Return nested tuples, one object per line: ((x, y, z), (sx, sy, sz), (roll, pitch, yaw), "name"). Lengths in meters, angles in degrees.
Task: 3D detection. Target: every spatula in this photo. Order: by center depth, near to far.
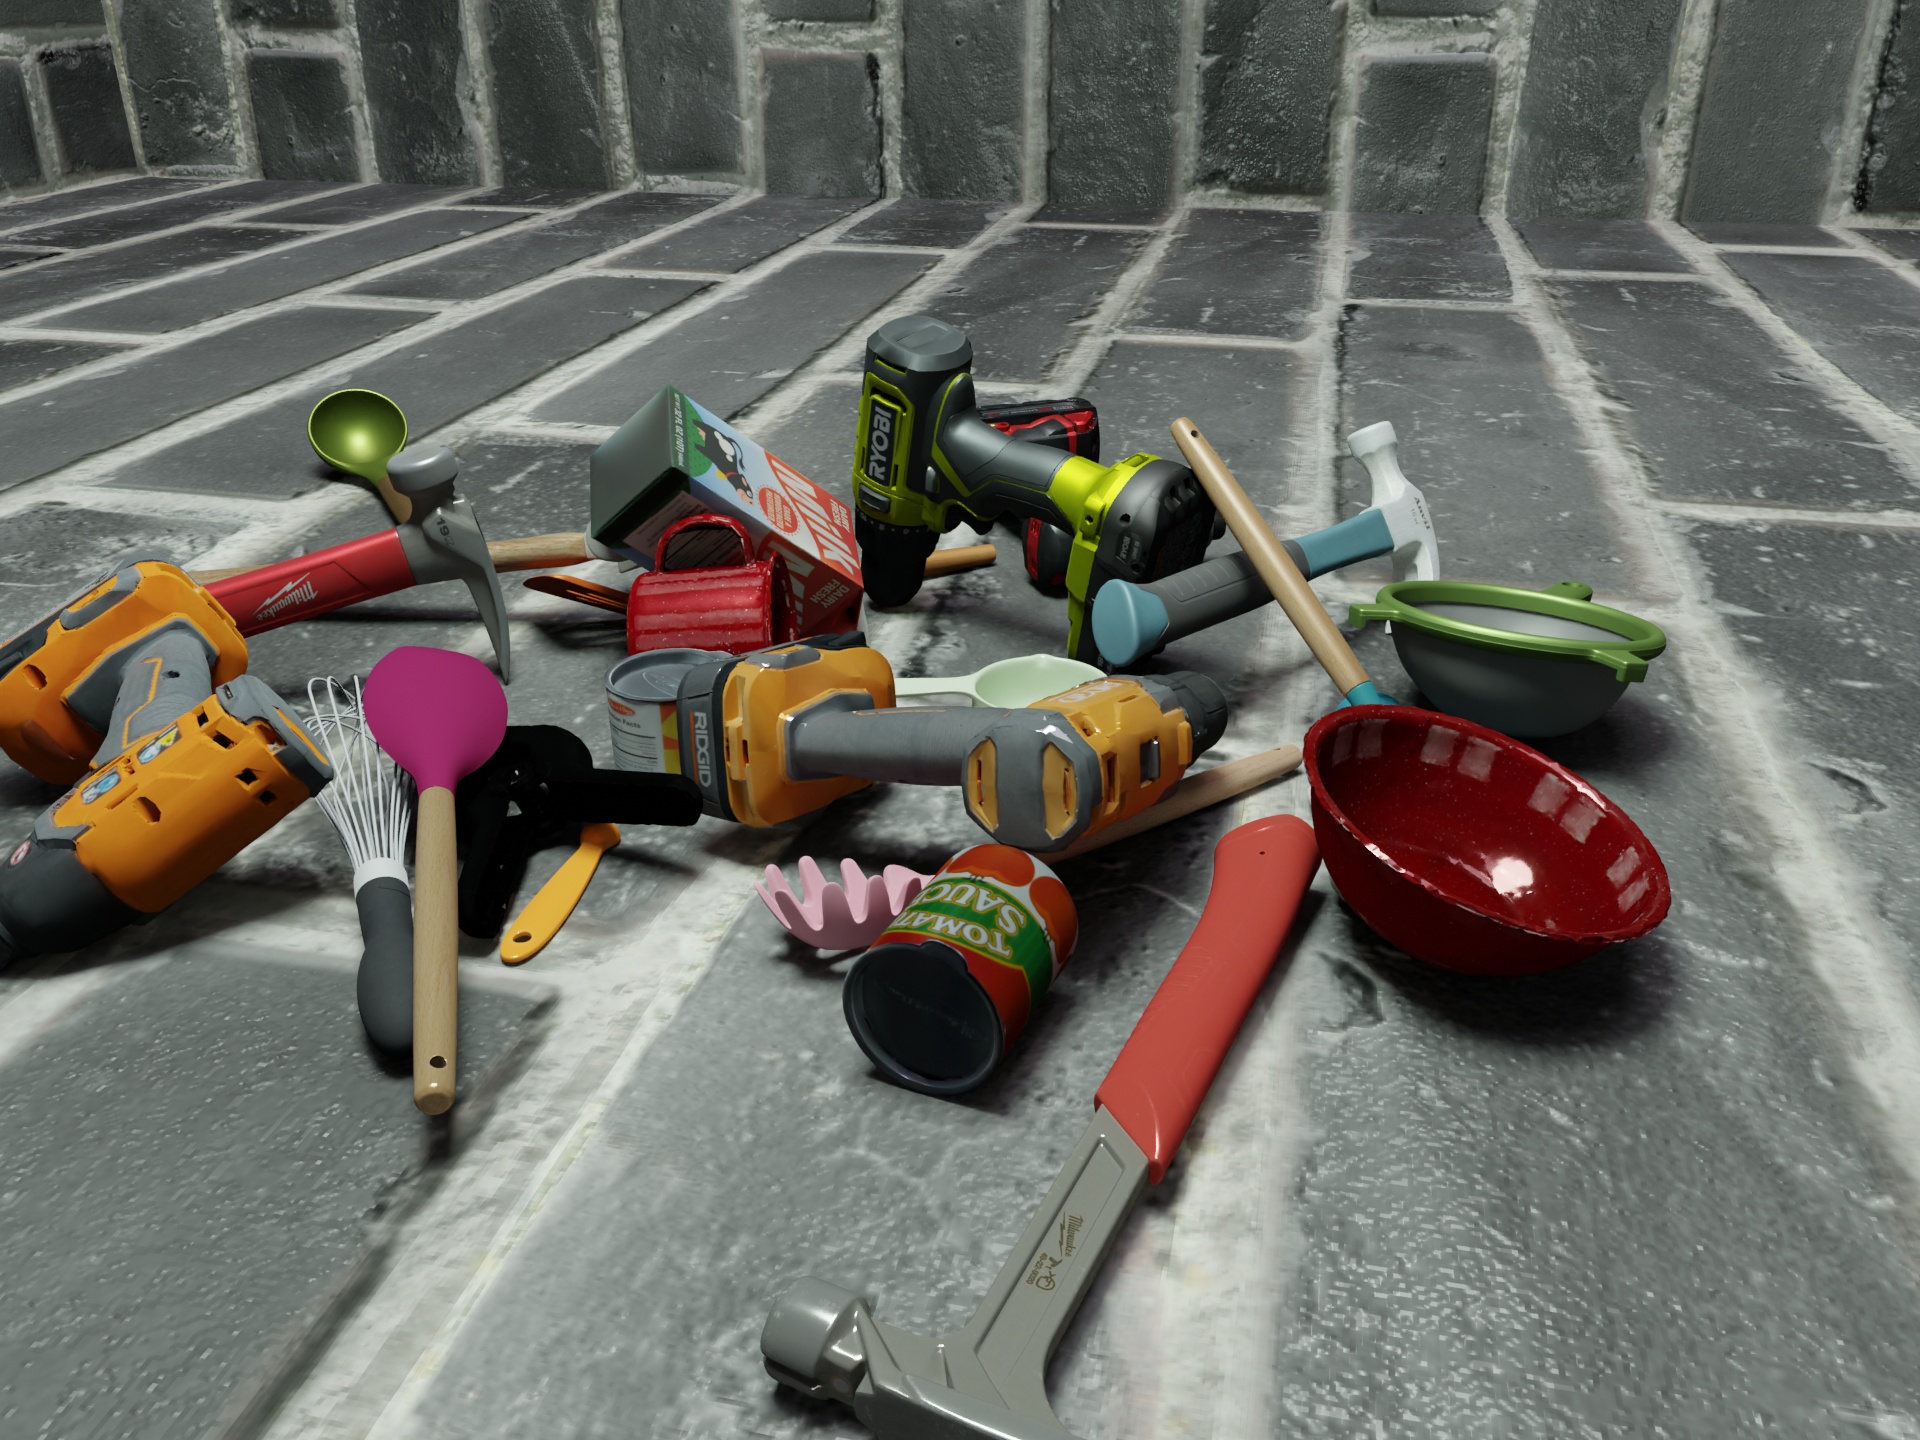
((0.197, -0.043, 0.819), (0.082, 0.044, 0.318), (-17, 65, -29), "spatula")
((-0.120, -0.097, 1.050), (0.322, 0.041, 0.081), (-12, 5, -26), "spatula")

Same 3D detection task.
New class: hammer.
((0.083, 0.133, 0.584), (0.149, 0.036, 0.359), (12, 29, 23), "hammer")
((-0.451, -0.032, 0.884), (0.386, 0.143, 0.038), (-19, 29, -12), "hammer")
((0.185, -0.090, 0.921), (0.331, 0.128, 0.033), (-21, -1, -44), "hammer")
((-0.342, -0.099, 1.017), (0.331, 0.031, 0.130), (-5, 4, 9), "hammer")

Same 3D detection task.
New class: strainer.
((0.325, -0.038, 0.913), (0.151, 0.069, 0.256), (15, 17, 28), "strainer")

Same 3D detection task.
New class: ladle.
((-0.435, -0.183, 1.215), (0.078, 0.062, 0.320), (-16, 33, -25), "ladle")

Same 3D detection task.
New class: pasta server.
((0.048, 0.050, 0.752), (0.316, 0.040, 0.060), (-17, 13, -33), "pasta server")

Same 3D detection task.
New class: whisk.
((-0.266, 0.057, 0.722), (0.070, 0.070, 0.285), (-10, 32, -19), "whisk")

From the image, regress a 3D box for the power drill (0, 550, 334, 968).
((-0.401, 0.017, 0.751), (0.164, 0.084, 0.227), (-40, 41, -12), "power drill")

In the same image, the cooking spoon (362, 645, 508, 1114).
((-0.227, 0.049, 0.691), (0.068, 0.017, 0.319), (9, 30, -23), "cooking spoon")

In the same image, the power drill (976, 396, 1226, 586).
((0.087, -0.163, 1.149), (0.143, 0.078, 0.220), (-9, 30, -17), "power drill")

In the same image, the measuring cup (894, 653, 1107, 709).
((-0.001, -0.003, 0.863), (0.167, 0.038, 0.083), (-1, 26, 3), "measuring cup")

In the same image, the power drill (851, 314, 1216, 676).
((0.028, -0.117, 0.963), (0.229, 0.190, 0.080), (31, 43, 25), "power drill")

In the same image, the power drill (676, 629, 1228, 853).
((0.004, 0.004, 0.755), (0.226, 0.084, 0.185), (5, 13, 32), "power drill")

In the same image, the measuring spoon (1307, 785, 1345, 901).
((0.182, 0.060, 0.761), (0.034, 0.018, 0.124), (14, 19, -4), "measuring spoon")

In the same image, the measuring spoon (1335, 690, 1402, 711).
((0.262, 0.006, 0.856), (0.129, 0.021, 0.042), (18, 31, 32), "measuring spoon")

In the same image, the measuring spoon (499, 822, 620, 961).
((-0.184, 0.075, 0.731), (0.021, 0.011, 0.117), (4, 26, 9), "measuring spoon")
